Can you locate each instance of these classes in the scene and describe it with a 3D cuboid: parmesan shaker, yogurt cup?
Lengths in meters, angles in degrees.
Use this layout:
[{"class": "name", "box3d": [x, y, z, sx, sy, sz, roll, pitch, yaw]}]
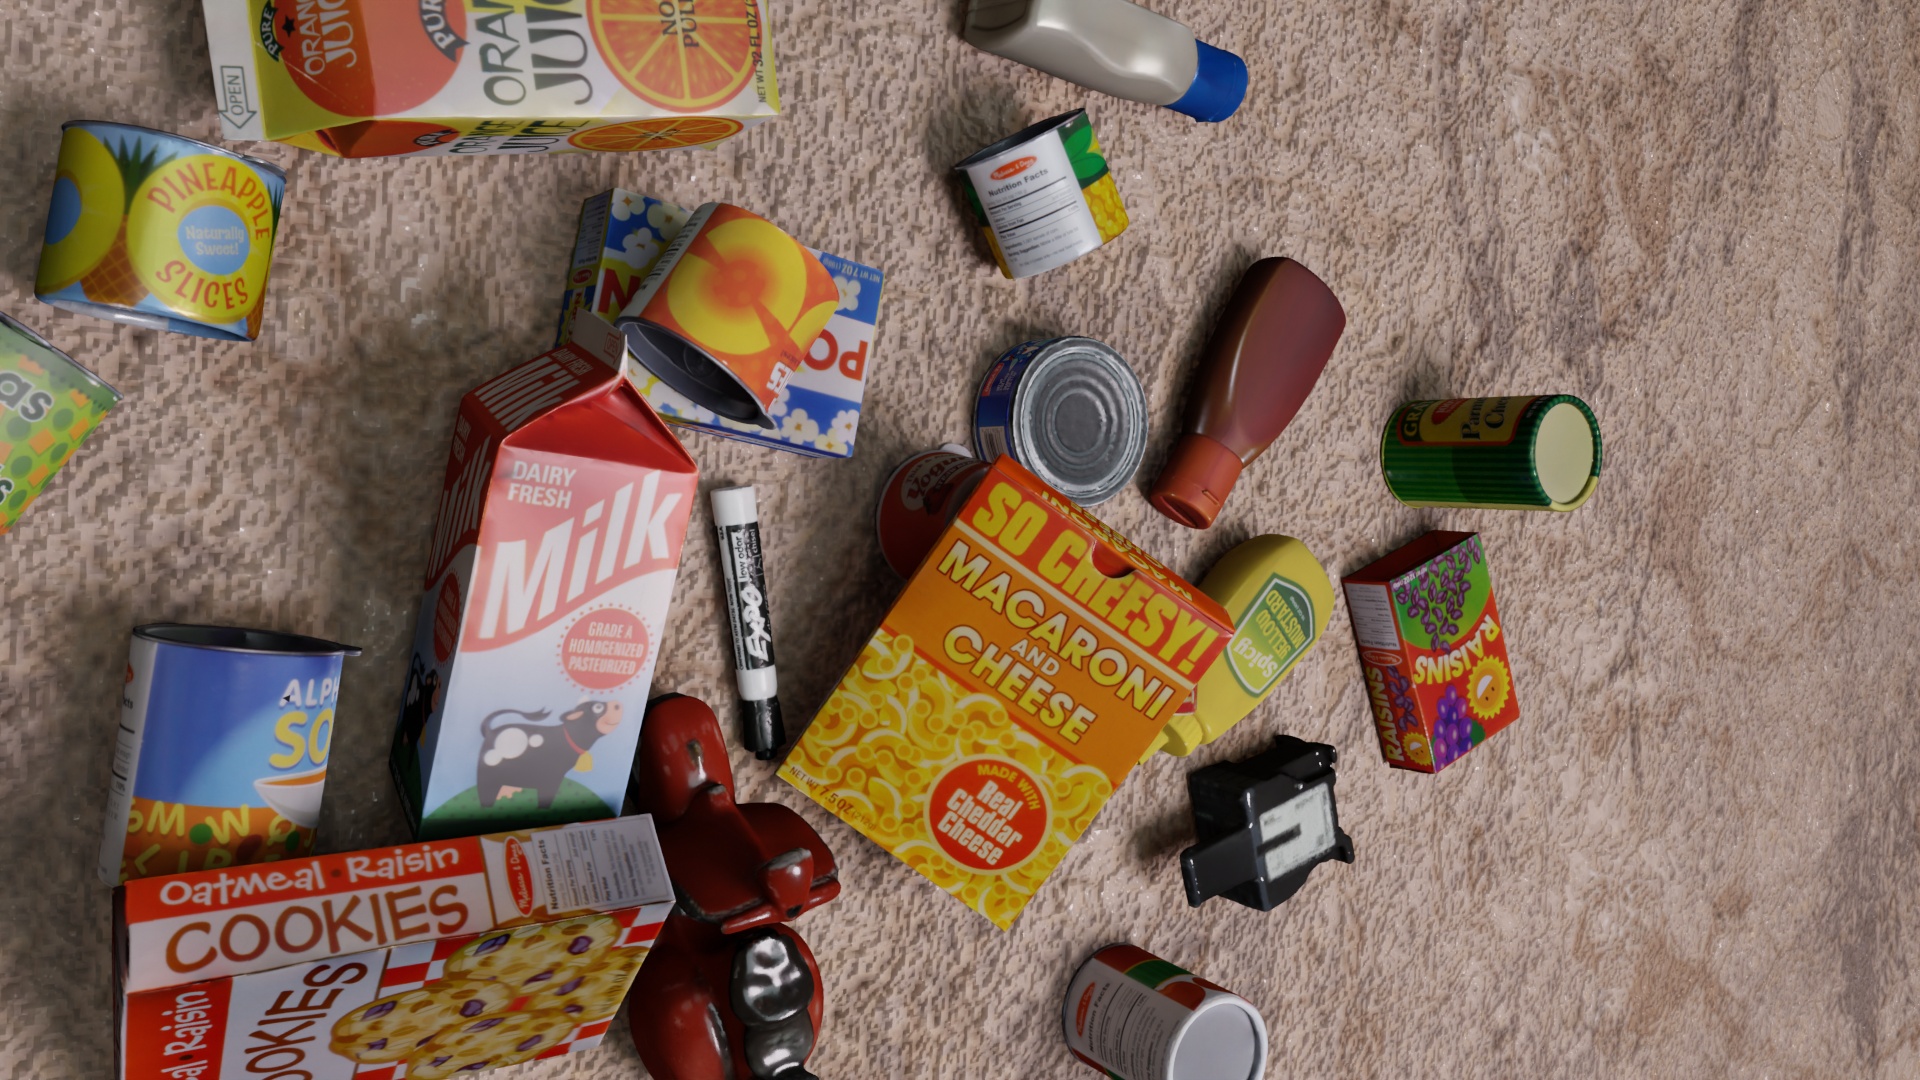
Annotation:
[{"class": "parmesan shaker", "box3d": [0.309, -0.052, 0.806, 0.071, 0.103, 0.071, -1, 93, -32]}, {"class": "yogurt cup", "box3d": [0.002, -0.008, 0.643, 0.072, 0.054, 0.072, -2, 94, -32]}]

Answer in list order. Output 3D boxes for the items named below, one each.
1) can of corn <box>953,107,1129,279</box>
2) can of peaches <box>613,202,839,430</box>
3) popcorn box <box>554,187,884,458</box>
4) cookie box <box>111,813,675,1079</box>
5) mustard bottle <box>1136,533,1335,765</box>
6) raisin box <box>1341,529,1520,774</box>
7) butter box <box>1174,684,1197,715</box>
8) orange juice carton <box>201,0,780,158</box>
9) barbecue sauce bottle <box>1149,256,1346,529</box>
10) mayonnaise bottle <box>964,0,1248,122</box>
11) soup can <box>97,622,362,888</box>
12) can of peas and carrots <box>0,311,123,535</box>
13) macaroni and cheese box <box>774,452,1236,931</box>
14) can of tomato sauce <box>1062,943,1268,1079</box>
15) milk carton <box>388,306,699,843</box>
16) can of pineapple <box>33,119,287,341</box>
[{"class": "can of corn", "box3d": [0.040, -0.164, 0.655, 0.071, 0.071, 0.058, -35, 110, -26]}, {"class": "can of peaches", "box3d": [-0.086, -0.085, 0.530, 0.071, 0.071, 0.058, 39, 72, -28]}, {"class": "popcorn box", "box3d": [-0.100, -0.088, 0.585, 0.127, 0.038, 0.085, 12, 87, -32]}, {"class": "cookie box", "box3d": [-0.200, 0.152, 0.488, 0.168, 0.122, 0.040, -1, 50, -32]}, {"class": "mustard bottle", "box3d": [0.134, 0.066, 0.732, 0.161, 0.049, 0.065, -46, 113, -22]}, {"class": "raisin box", "box3d": [0.283, 0.066, 0.833, 0.086, 0.040, 0.123, -24, 103, -30]}, {"class": "butter box", "box3d": [0.069, 0.050, 0.658, 0.024, 0.103, 0.053, 1, 91, -37]}, {"class": "orange juice carton", "box3d": [-0.172, -0.185, 0.515, 0.193, 0.073, 0.071, -11, 98, -31]}, {"class": "barbecue sauce bottle", "box3d": [0.150, -0.076, 0.741, 0.065, 0.043, 0.149, 39, 73, -27]}, {"class": "mayonnaise bottle", "box3d": [0.077, -0.240, 0.679, 0.148, 0.065, 0.041, 5, 97, -36]}, {"class": "soup can", "box3d": [-0.251, 0.075, 0.479, 0.071, 0.071, 0.083, 8, 88, -32]}, {"class": "can of peas and carrots", "box3d": [-0.311, -0.042, 0.434, 0.071, 0.071, 0.059, 40, 72, -27]}, {"class": "macaroni and cheese box", "box3d": [0.019, 0.066, 0.597, 0.124, 0.040, 0.166, 35, 102, -2]}, {"class": "can of tomato sauce", "box3d": [0.104, 0.248, 0.700, 0.071, 0.083, 0.071, -2, 93, -32]}, {"class": "milk carton", "box3d": [-0.151, 0.012, 0.511, 0.073, 0.072, 0.190, 9, 102, -32]}, {"class": "can of pineapple", "box3d": [-0.264, -0.101, 0.462, 0.071, 0.071, 0.058, 9, 88, -32]}]
